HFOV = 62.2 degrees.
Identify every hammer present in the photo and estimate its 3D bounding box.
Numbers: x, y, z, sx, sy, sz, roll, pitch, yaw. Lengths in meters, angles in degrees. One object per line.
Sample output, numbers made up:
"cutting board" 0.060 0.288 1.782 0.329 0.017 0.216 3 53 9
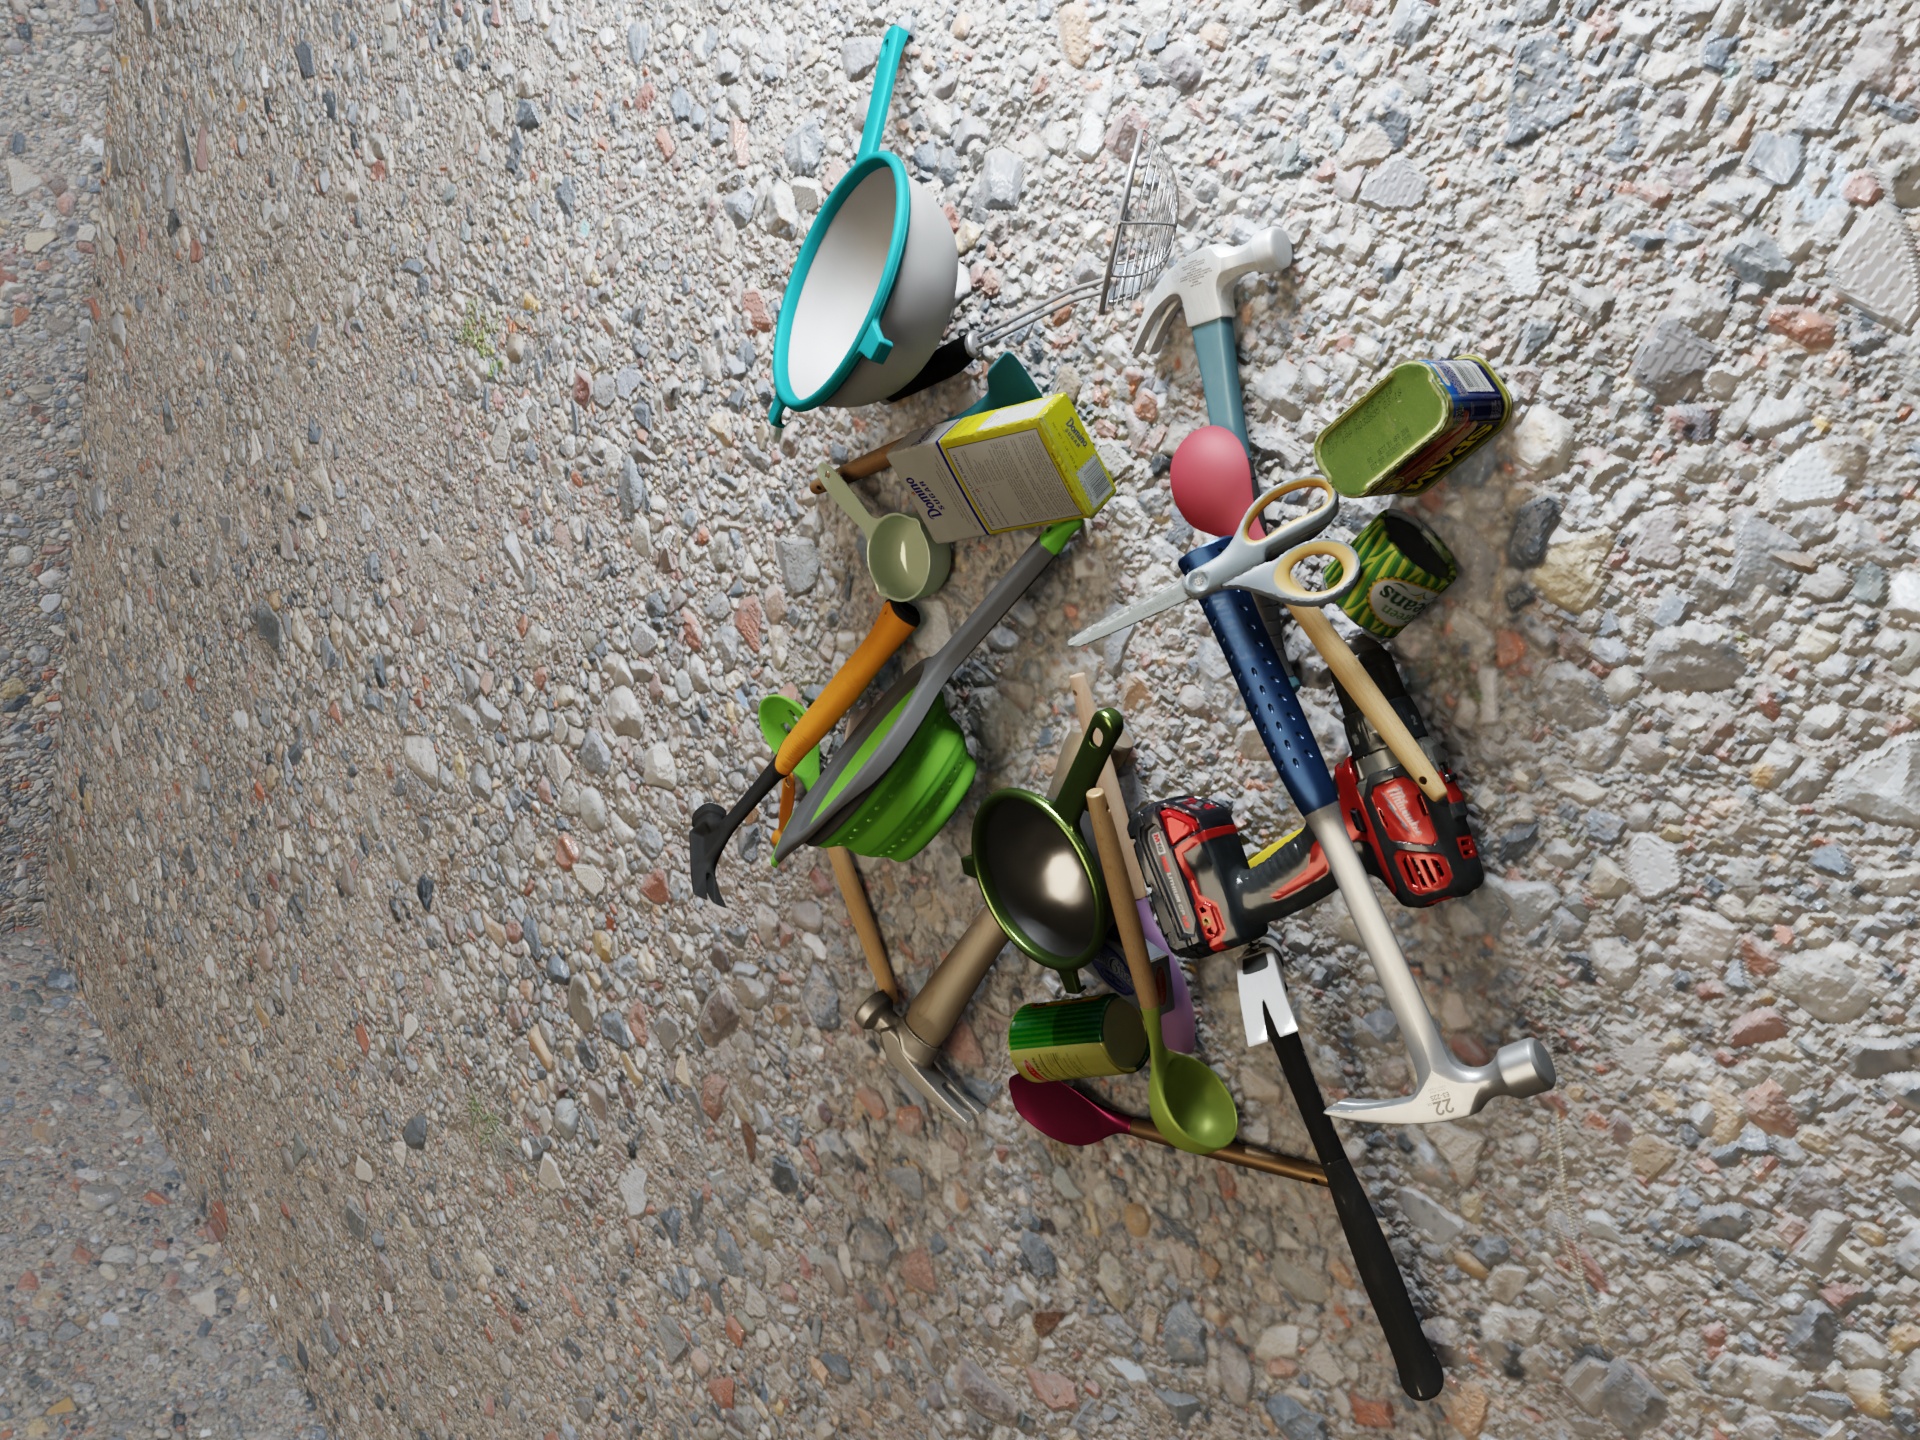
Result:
"hammer" 0.043 0.170 1.354 0.146 0.038 0.410 42 123 19
"hammer" 0.270 0.325 1.128 0.035 0.146 0.335 -22 93 12
"hammer" 0.237 0.071 1.050 0.144 0.035 0.406 -28 78 29
"hammer" -0.145 0.022 1.444 0.336 0.034 0.127 -49 29 23
"hammer" 0.199 -0.171 1.140 0.128 0.033 0.331 -6 95 43

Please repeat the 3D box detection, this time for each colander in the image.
"colander" -0.002 -0.004 1.323 0.094 0.205 0.397 38 112 -9

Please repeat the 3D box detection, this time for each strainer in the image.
"strainer" 0.092 0.078 1.209 0.152 0.069 0.256 47 139 28
"strainer" -0.052 -0.394 1.281 0.211 0.095 0.340 -13 63 58

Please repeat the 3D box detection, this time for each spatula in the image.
"spatula" 0.134 0.115 1.247 0.060 0.018 0.316 -3 105 58
"spatula" -0.034 -0.234 1.338 0.317 0.044 0.082 -14 118 46

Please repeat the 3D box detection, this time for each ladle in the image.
"ladle" 0.146 0.188 1.175 0.062 0.078 0.320 -4 117 25
"ladle" 0.230 -0.076 1.073 0.069 0.031 0.316 -49 63 38

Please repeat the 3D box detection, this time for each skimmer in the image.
"skimmer" 0.031 -0.329 1.226 0.363 0.090 0.127 -15 53 47

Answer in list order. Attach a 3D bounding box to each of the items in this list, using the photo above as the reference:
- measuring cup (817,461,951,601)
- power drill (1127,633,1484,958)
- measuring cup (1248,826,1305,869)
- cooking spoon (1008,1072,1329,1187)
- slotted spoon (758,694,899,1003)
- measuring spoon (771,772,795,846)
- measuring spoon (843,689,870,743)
"measuring cup" -0.068 -0.173 1.391 0.168 0.038 0.083 50 128 27
"power drill" 0.234 0.059 1.115 0.226 0.080 0.188 -24 79 33
"measuring cup" 0.211 0.118 1.192 0.156 0.029 0.062 -40 71 43
"cooking spoon" 0.163 0.336 1.293 0.319 0.017 0.068 3 115 43
"slotted spoon" -0.119 0.120 1.509 0.070 0.031 0.314 -26 83 44
"measuring spoon" -0.173 0.087 1.538 0.021 0.011 0.116 53 148 28
"measuring spoon" -0.099 0.031 1.466 0.018 0.034 0.124 -115 34 -70
